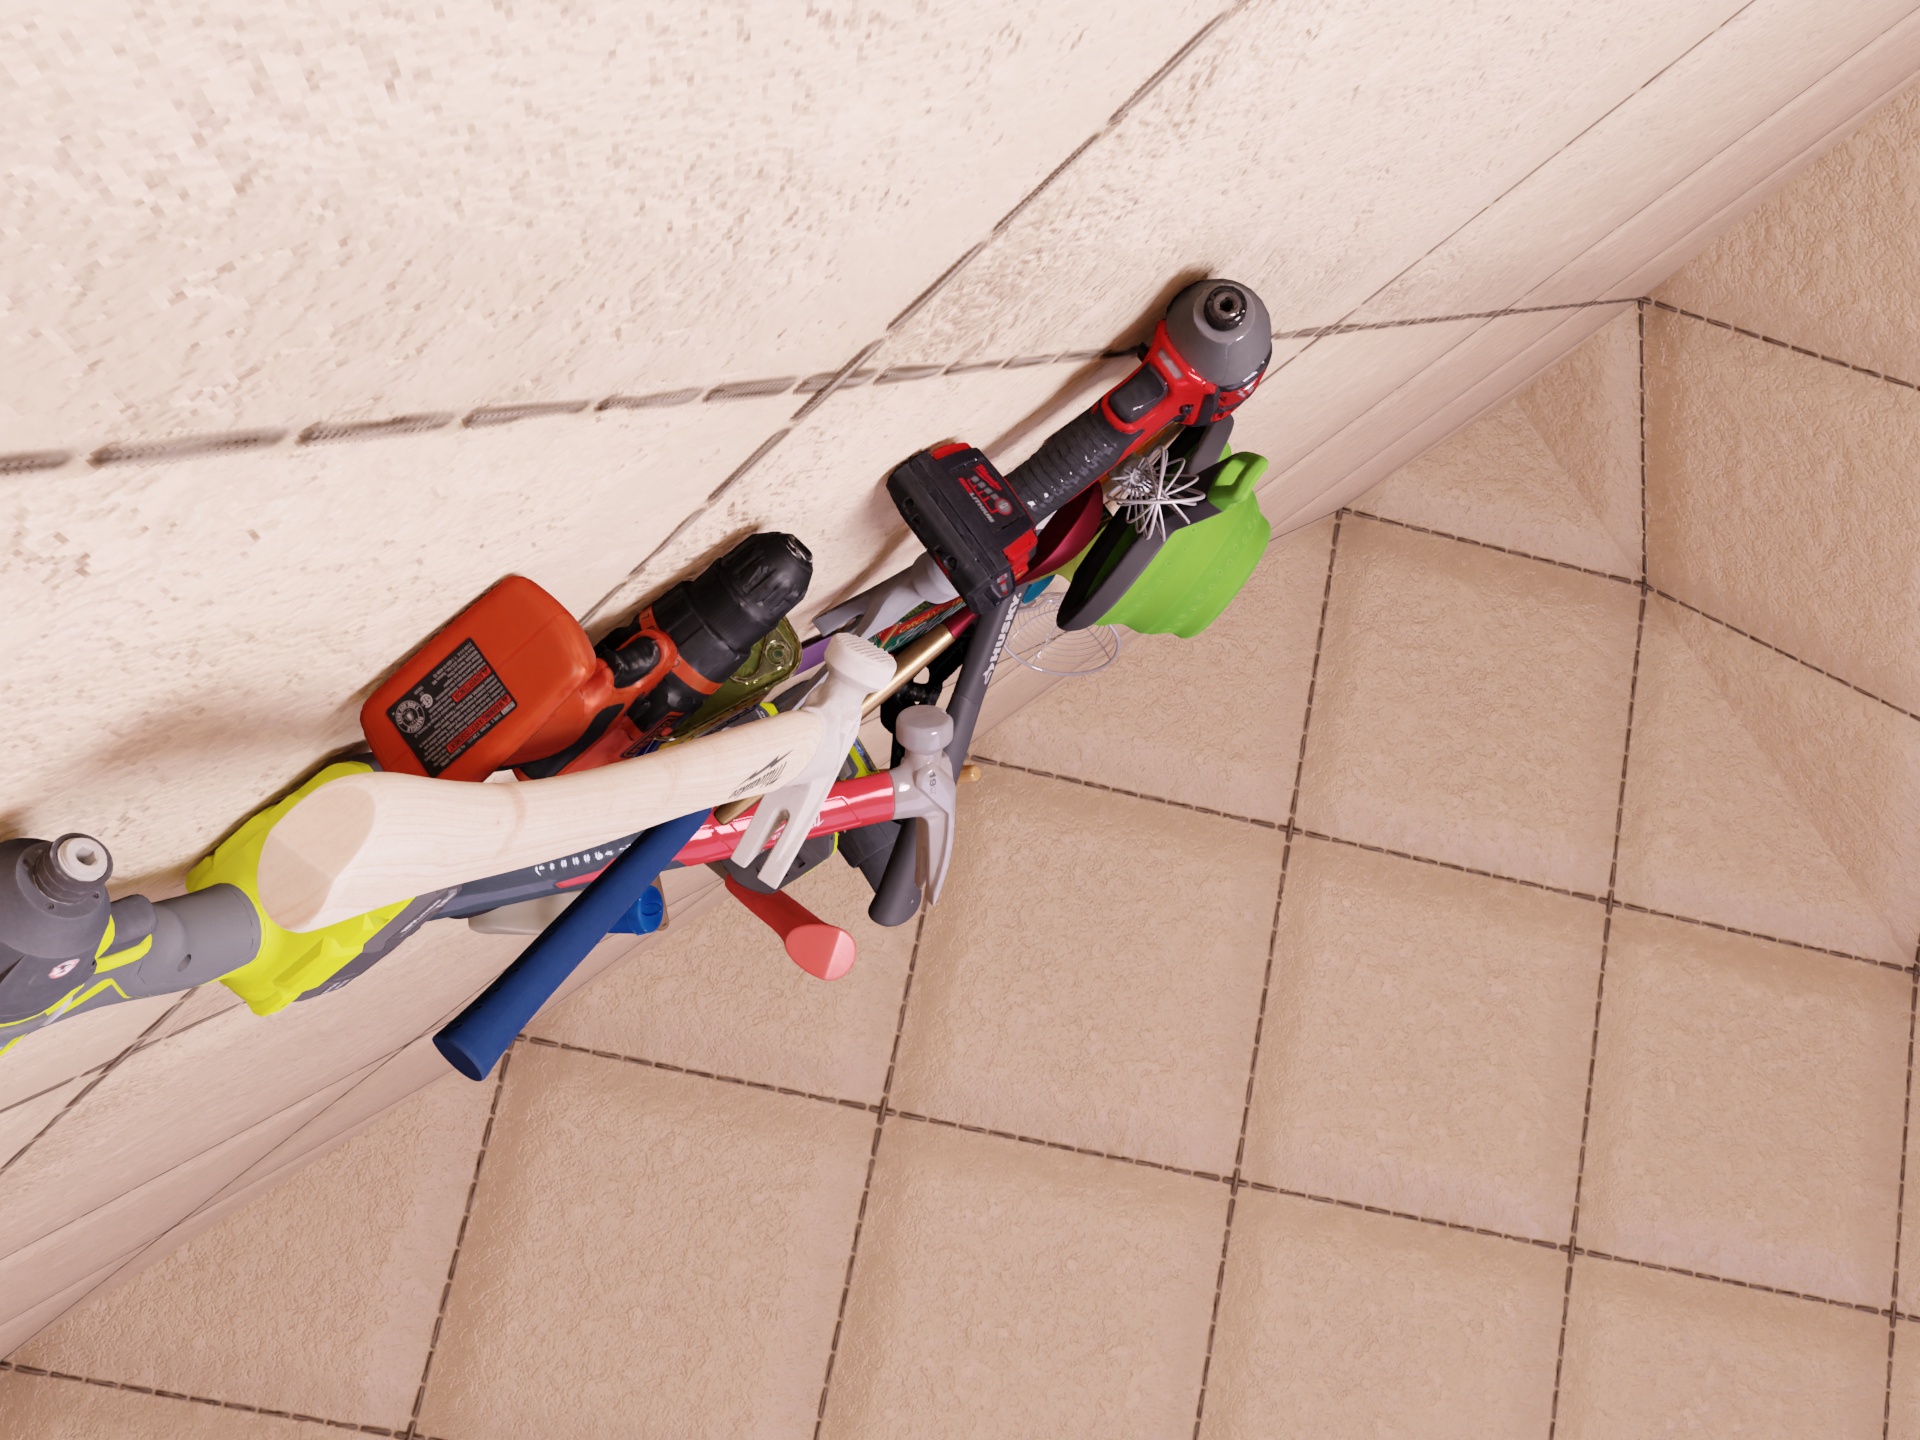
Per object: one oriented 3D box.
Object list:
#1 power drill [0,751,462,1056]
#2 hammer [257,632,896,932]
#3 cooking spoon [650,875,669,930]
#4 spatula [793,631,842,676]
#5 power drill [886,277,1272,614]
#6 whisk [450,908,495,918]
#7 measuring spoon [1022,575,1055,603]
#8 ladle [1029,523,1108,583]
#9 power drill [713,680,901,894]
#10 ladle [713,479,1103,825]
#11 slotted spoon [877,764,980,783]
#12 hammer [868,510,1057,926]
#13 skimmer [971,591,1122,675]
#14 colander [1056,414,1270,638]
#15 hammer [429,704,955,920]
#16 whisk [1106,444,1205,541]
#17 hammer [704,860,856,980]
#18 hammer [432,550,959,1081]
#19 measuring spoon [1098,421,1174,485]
[{"bbox_3d":[-0.317,0.080,0.633,0.171,0.080,0.223,-35,172,24],"label":"power drill"},{"bbox_3d":[-0.144,0.040,0.687,0.146,0.038,0.410,-62,165,14],"label":"hammer"},{"bbox_3d":[-0.238,0.094,1.182,0.069,0.017,0.318,-30,158,-18],"label":"cooking spoon"},{"bbox_3d":[-0.156,-0.021,1.048,0.059,0.018,0.316,-37,176,30],"label":"spatula"},{"bbox_3d":[0.072,-0.156,0.861,0.219,0.078,0.143,-36,176,1],"label":"power drill"},{"bbox_3d":[-0.263,0.086,1.221,0.284,0.070,0.070,-26,173,-28],"label":"whisk"},{"bbox_3d":[0.059,-0.135,1.394,0.042,0.021,0.128,-44,167,-2],"label":"measuring spoon"},{"bbox_3d":[0.053,-0.110,1.296,0.320,0.062,0.078,-21,135,-48],"label":"ladle"},{"bbox_3d":[-0.111,0.062,1.192,0.080,0.190,0.228,-33,171,14],"label":"power drill"},{"bbox_3d":[-0.028,-0.040,0.983,0.315,0.031,0.069,-40,-168,-3],"label":"ladle"},{"bbox_3d":[-0.108,0.052,1.344,0.314,0.031,0.070,-5,-123,39],"label":"slotted spoon"},{"bbox_3d":[-0.002,-0.004,1.118,0.146,0.035,0.334,-14,128,-60],"label":"hammer"},{"bbox_3d":[0.055,-0.074,1.507,0.127,0.090,0.363,-1,-175,21],"label":"skimmer"},{"bbox_3d":[0.176,-0.128,1.126,0.204,0.094,0.397,-55,-174,-2],"label":"colander"},{"bbox_3d":[-0.183,0.091,1.007,0.386,0.143,0.038,-11,-149,-24],"label":"hammer"},{"bbox_3d":[0.116,-0.158,1.041,0.059,0.057,0.246,-1,-166,0],"label":"whisk"},{"bbox_3d":[-0.151,0.135,1.233,0.359,0.149,0.037,19,-89,63],"label":"hammer"},{"bbox_3d":[-0.145,0.042,0.915,0.405,0.035,0.144,-49,-164,-32],"label":"hammer"},{"bbox_3d":[0.113,-0.190,1.196,0.117,0.011,0.021,-39,174,19],"label":"measuring spoon"}]
